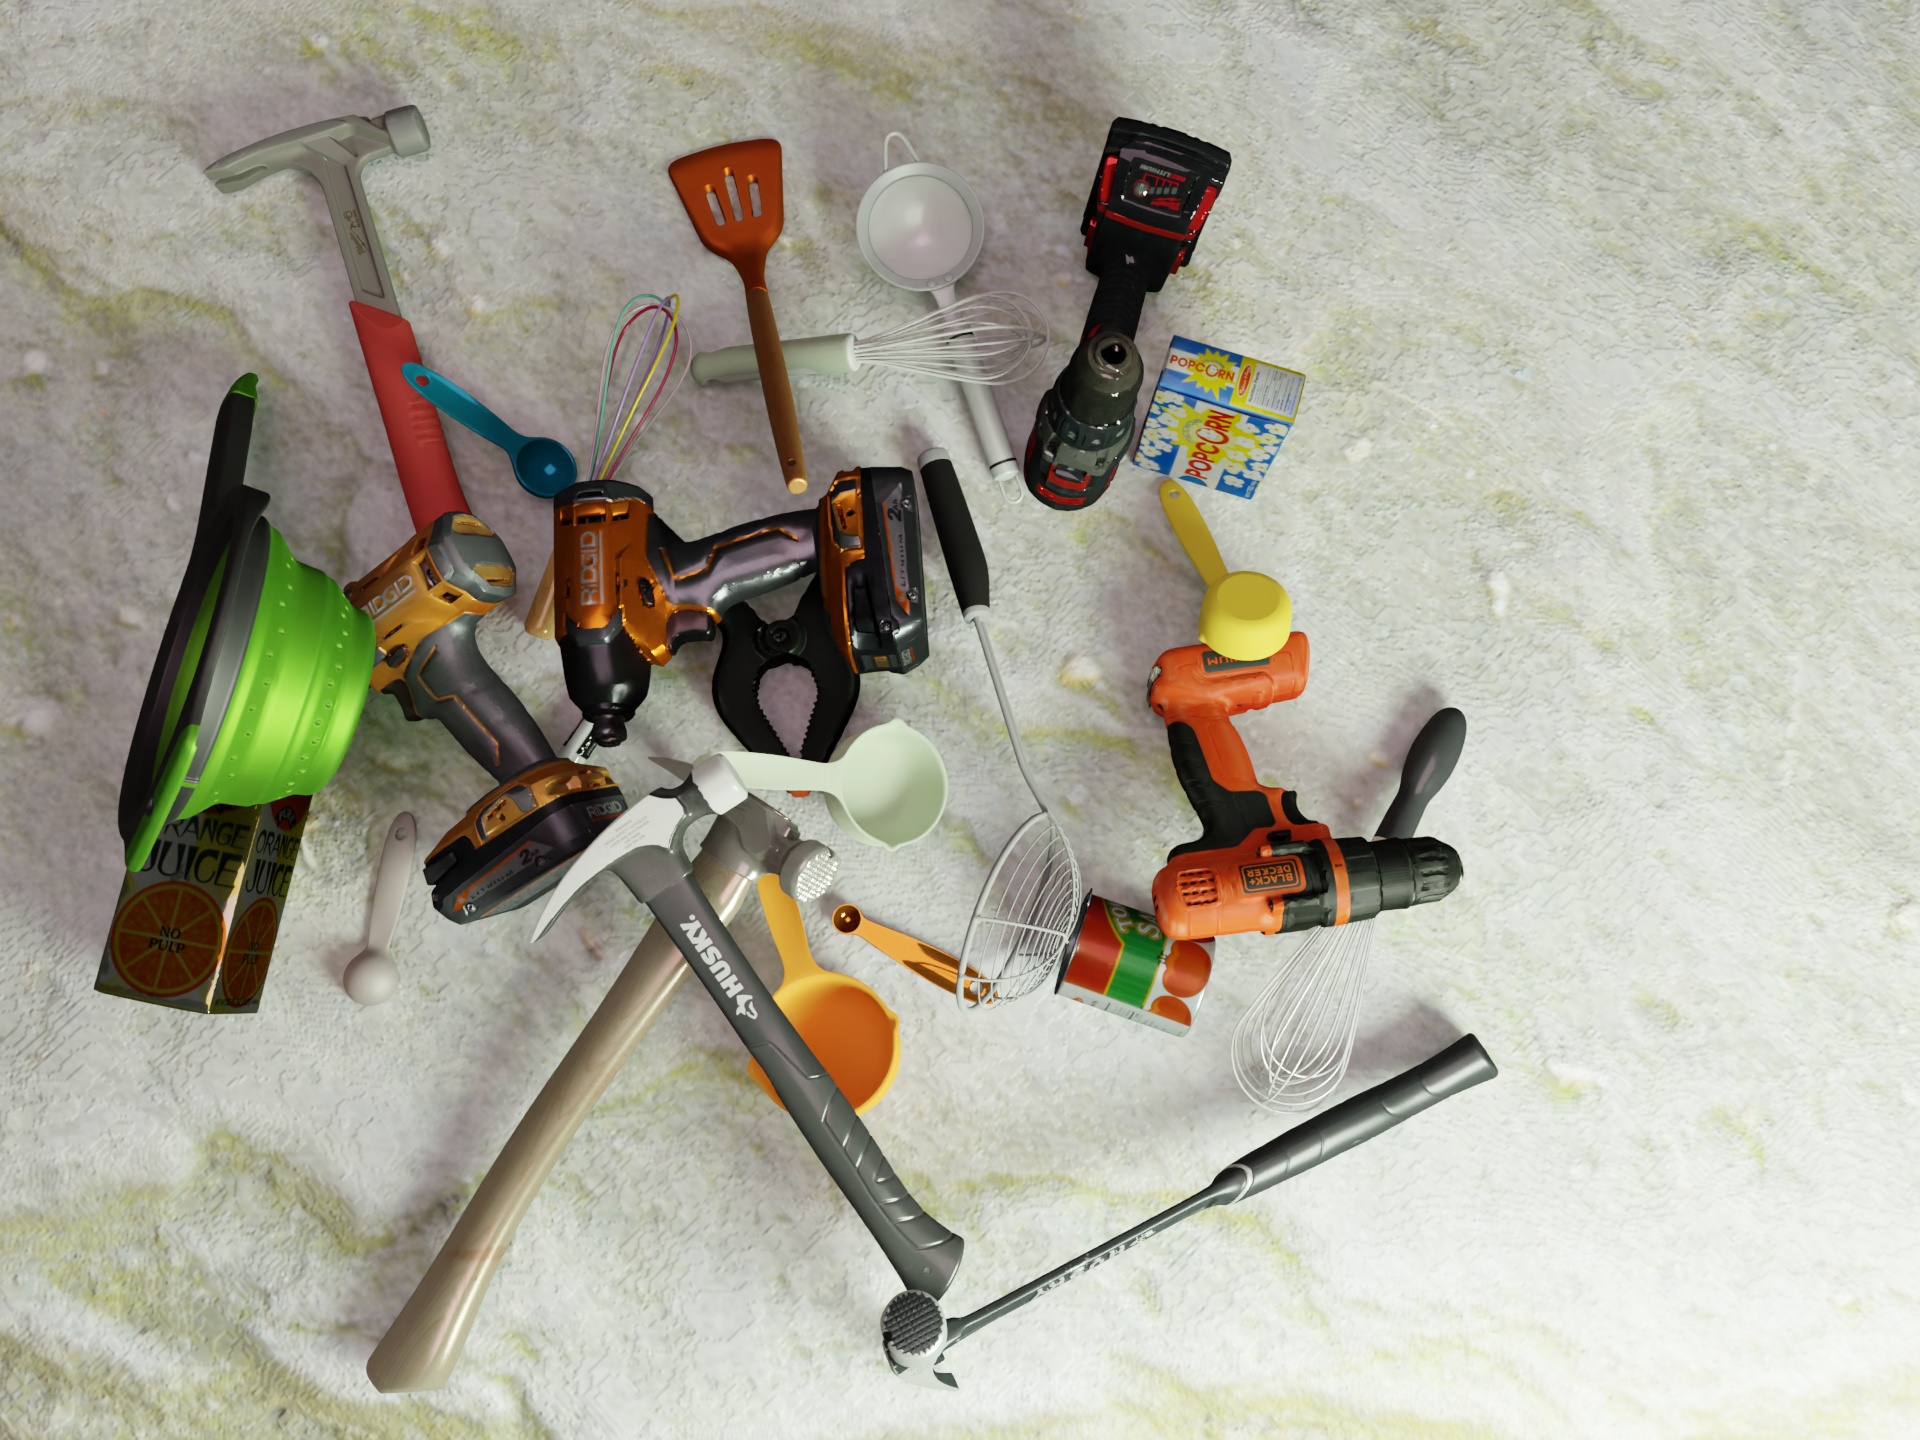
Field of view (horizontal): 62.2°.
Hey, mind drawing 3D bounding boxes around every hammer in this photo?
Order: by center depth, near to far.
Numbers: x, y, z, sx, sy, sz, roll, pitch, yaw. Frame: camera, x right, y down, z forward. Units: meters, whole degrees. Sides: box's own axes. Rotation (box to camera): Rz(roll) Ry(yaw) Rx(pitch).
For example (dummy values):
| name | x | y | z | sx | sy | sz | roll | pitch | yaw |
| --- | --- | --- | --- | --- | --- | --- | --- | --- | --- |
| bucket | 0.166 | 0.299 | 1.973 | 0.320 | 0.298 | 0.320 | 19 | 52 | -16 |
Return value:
| name | x | y | z | sx | sy | sz | roll | pitch | yaw |
| --- | --- | --- | --- | --- | --- | --- | --- | --- | --- |
| hammer | -0.106 | 0.195 | 0.912 | 0.146 | 0.035 | 0.335 | -34 | 92 | -2 |
| hammer | 0.143 | 0.284 | 0.935 | 0.409 | 0.149 | 0.036 | -23 | 59 | -13 |
| hammer | -0.239 | 0.217 | 0.967 | 0.146 | 0.038 | 0.410 | 31 | 86 | 30 |
| hammer | -0.387 | -0.236 | 1.061 | 0.149 | 0.036 | 0.359 | -19 | 80 | -3 |

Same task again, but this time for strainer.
| name | x | y | z | sx | sy | sz | roll | pitch | yaw |
| --- | --- | --- | --- | --- | --- | --- | --- | --- | --- |
| strainer | -0.006 | -0.265 | 1.064 | 0.087 | 0.050 | 0.258 | -18 | 86 | -3 |

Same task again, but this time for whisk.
| name | x | y | z | sx | sy | sz | roll | pitch | yaw |
| --- | --- | --- | --- | --- | --- | --- | --- | --- | --- |
| whisk | 0.248 | 0.111 | 0.988 | 0.070 | 0.070 | 0.285 | 29 | 76 | 5 |
| whisk | -0.062 | -0.240 | 1.036 | 0.246 | 0.058 | 0.059 | -2 | 96 | 16 |
| whisk | -0.233 | -0.169 | 1.041 | 0.047 | 0.051 | 0.245 | 17 | 85 | 32 |

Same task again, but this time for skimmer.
| name | x | y | z | sx | sy | sz | roll | pitch | yaw |
| --- | --- | --- | --- | --- | --- | --- | --- | --- | --- |
| skimmer | -0.002 | -0.003 | 0.996 | 0.090 | 0.127 | 0.364 | -18 | 69 | 8 |

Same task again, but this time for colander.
| name | x | y | z | sx | sy | sz | roll | pitch | yaw |
| --- | --- | --- | --- | --- | --- | --- | --- | --- | --- |
| colander | -0.409 | -0.078 | 0.948 | 0.094 | 0.204 | 0.398 | 19 | 36 | -32 |

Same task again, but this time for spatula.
| name | x | y | z | sx | sy | sz | roll | pitch | yaw |
| --- | --- | --- | --- | --- | --- | --- | --- | --- | --- |
| spatula | -0.130 | -0.265 | 1.025 | 0.081 | 0.041 | 0.323 | -14 | 52 | -2 |

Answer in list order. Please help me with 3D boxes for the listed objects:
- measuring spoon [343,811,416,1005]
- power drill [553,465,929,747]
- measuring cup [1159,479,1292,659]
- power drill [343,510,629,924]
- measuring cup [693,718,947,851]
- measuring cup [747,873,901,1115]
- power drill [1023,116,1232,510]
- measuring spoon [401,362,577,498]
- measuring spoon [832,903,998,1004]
| name | x | y | z | sx | sy | sz | roll | pitch | yaw |
| --- | --- | --- | --- | --- | --- | --- | --- | --- | --- |
| measuring spoon | -0.365 | 0.118 | 1.005 | 0.034 | 0.018 | 0.124 | 8 | 79 | 2 |
| power drill | -0.135 | -0.070 | 0.970 | 0.226 | 0.084 | 0.164 | -5 | 74 | 1 |
| measuring cup | 0.161 | -0.105 | 1.011 | 0.062 | 0.029 | 0.157 | -16 | 56 | -9 |
| power drill | -0.323 | 0.011 | 0.983 | 0.185 | 0.084 | 0.226 | -32 | 82 | 19 |
| measuring cup | -0.089 | 0.037 | 0.976 | 0.167 | 0.038 | 0.083 | 7 | 80 | -28 |
| measuring cup | -0.093 | 0.163 | 0.983 | 0.095 | 0.052 | 0.174 | -20 | 70 | -1 |
| power drill | 0.099 | -0.257 | 0.991 | 0.080 | 0.188 | 0.227 | 17 | 76 | -1 |
| measuring spoon | -0.311 | -0.189 | 1.041 | 0.128 | 0.021 | 0.042 | 36 | 59 | -16 |
| measuring spoon | -0.029 | 0.149 | 1.005 | 0.117 | 0.011 | 0.021 | 28 | 82 | 1 |
